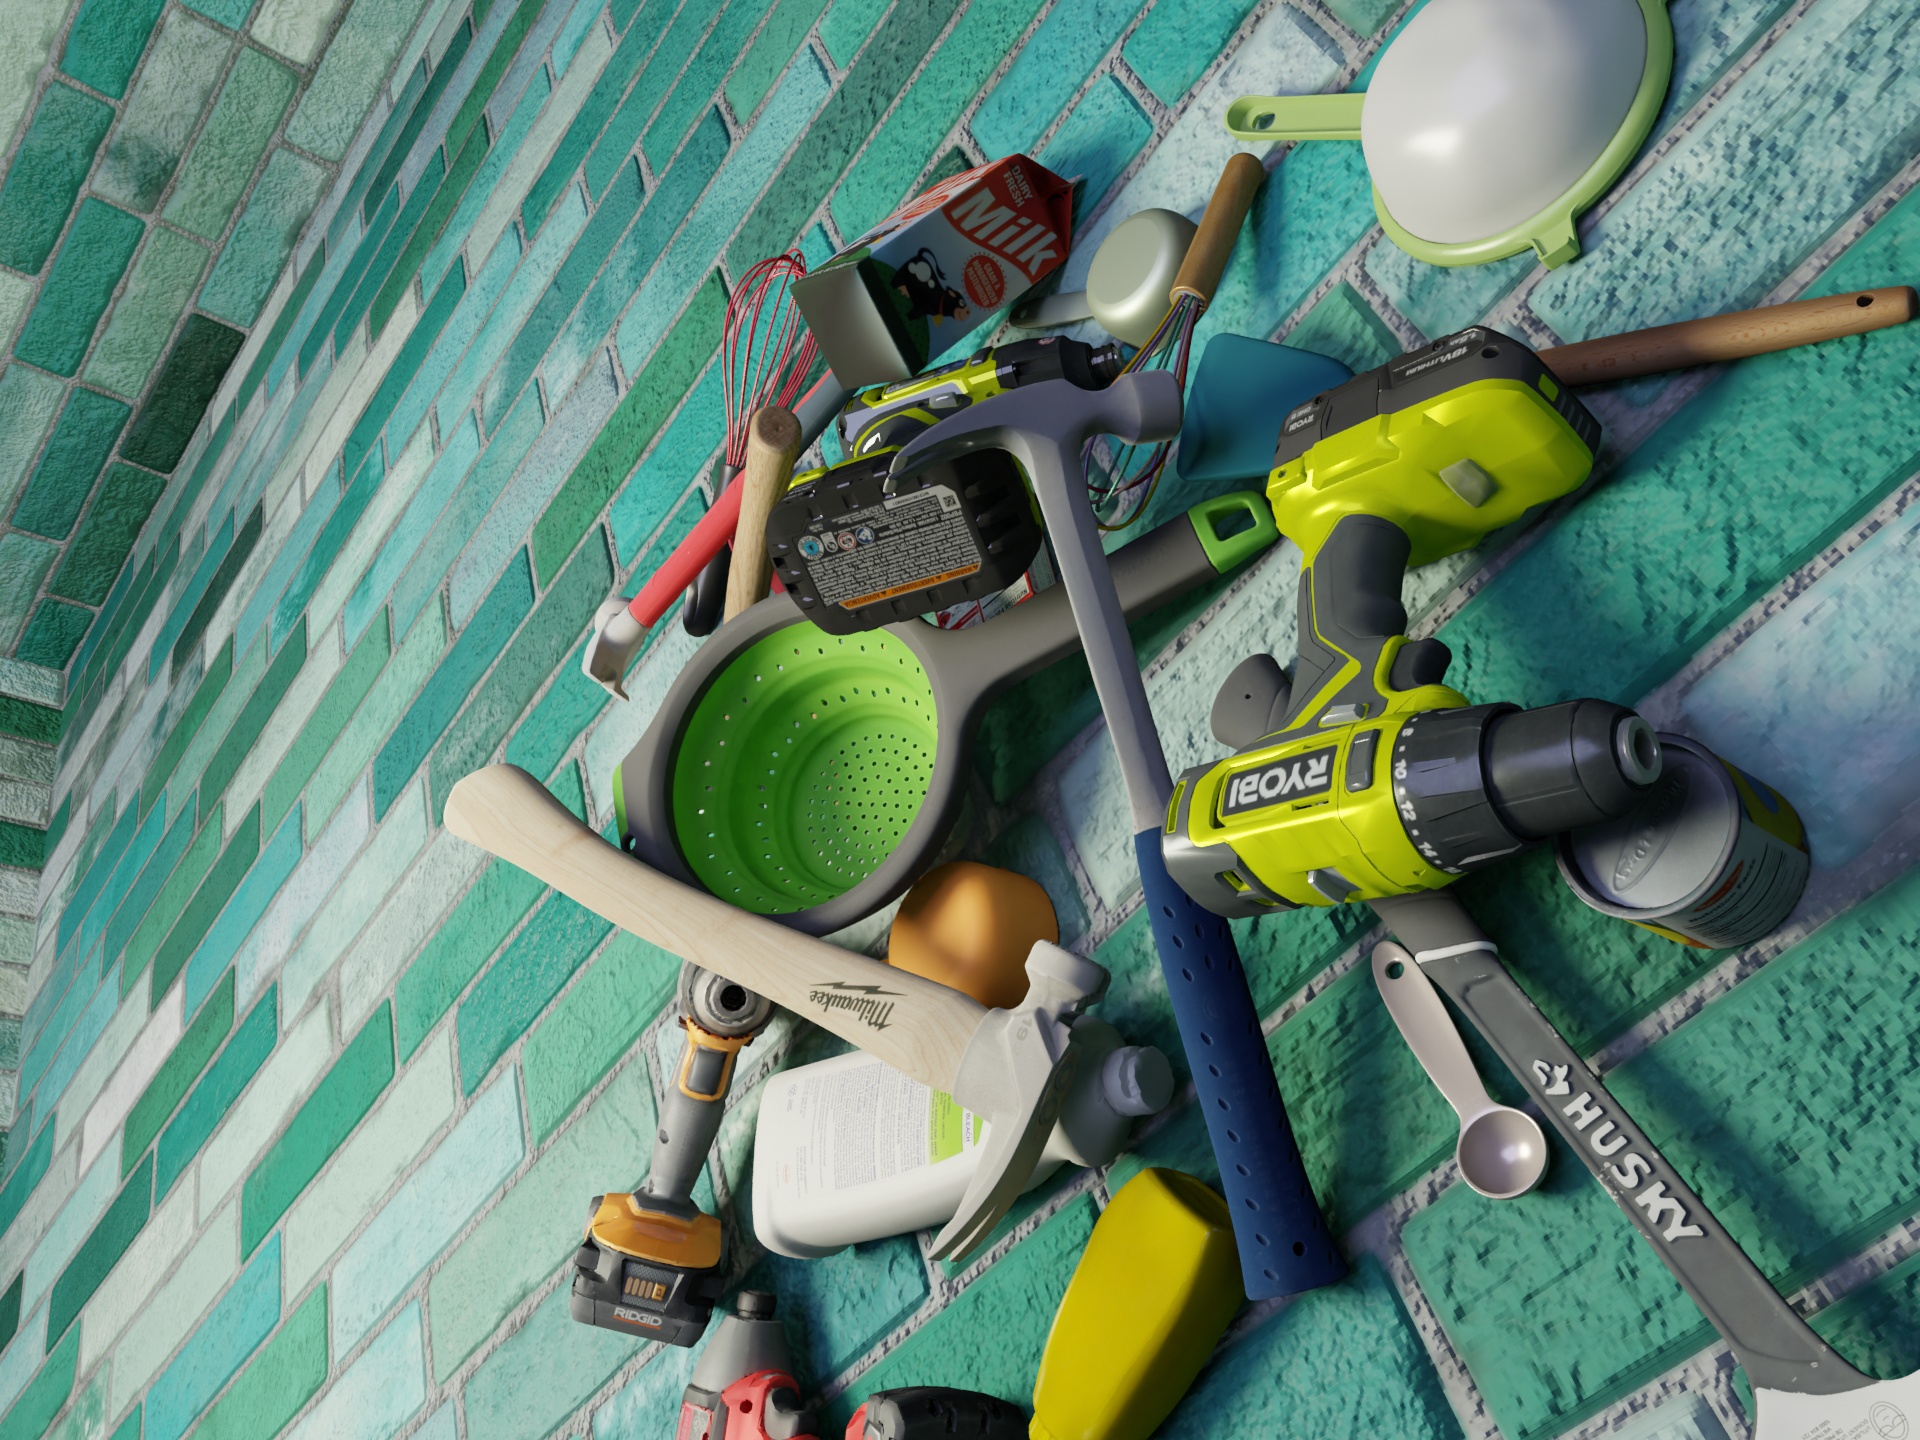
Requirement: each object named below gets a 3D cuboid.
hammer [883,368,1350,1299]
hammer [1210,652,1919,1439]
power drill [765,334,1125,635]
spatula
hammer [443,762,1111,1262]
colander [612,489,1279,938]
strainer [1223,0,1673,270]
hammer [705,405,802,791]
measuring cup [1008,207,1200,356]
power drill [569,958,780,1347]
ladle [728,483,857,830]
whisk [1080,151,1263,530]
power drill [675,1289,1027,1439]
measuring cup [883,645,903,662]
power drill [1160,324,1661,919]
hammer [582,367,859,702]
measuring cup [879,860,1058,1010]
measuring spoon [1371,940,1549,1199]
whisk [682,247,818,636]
[{"bbox_3d":[0.078,0.038,0.684,0.035,0.144,0.406,122,136,-69],"label":"hammer"},{"bbox_3d":[0.202,0.099,0.601,0.149,0.036,0.409,-42,41,11],"label":"hammer"},{"bbox_3d":[-0.004,-0.142,0.859,0.171,0.080,0.223,-14,27,22],"label":"power drill"},{"bbox_3d":[0.232,-0.151,0.685,0.317,0.044,0.082,-1,68,49],"label":"spatula"},{"bbox_3d":[-0.127,0.117,0.804,0.411,0.038,0.146,20,80,32],"label":"hammer"},{"bbox_3d":[-0.001,-0.003,0.866,0.397,0.094,0.205,-28,60,16],"label":"colander"},{"bbox_3d":[0.206,-0.304,0.764,0.257,0.069,0.151,25,94,51],"label":"strainer"},{"bbox_3d":[-0.133,-0.062,0.972,0.331,0.031,0.130,112,156,-54],"label":"hammer"},{"bbox_3d":[0.075,-0.251,0.922,0.168,0.038,0.083,5,78,49],"label":"measuring cup"},{"bbox_3d":[-0.151,0.227,0.898,0.185,0.084,0.226,150,136,-79],"label":"power drill"},{"bbox_3d":[-0.107,-0.052,1.063,0.069,0.031,0.316,-41,48,25],"label":"ladle"},{"bbox_3d":[0.108,-0.202,0.818,0.051,0.047,0.245,94,-162,-67],"label":"whisk"},{"bbox_3d":[-0.070,0.369,0.789,0.220,0.078,0.143,-12,64,50],"label":"power drill"},{"bbox_3d":[-0.062,-0.092,1.036,0.062,0.029,0.157,-47,55,26],"label":"measuring cup"},{"bbox_3d":[0.180,-0.037,0.618,0.190,0.080,0.229,-20,44,48],"label":"power drill"},{"bbox_3d":[-0.119,-0.175,1.057,0.386,0.038,0.143,-48,20,10],"label":"hammer"},{"bbox_3d":[-0.027,0.128,0.860,0.173,0.052,0.095,-20,59,42],"label":"measuring cup"},{"bbox_3d":[0.194,0.135,0.627,0.034,0.018,0.124,-39,39,16],"label":"measuring spoon"},{"bbox_3d":[-0.161,-0.205,1.176,0.073,0.073,0.296,18,94,52],"label":"whisk"}]
